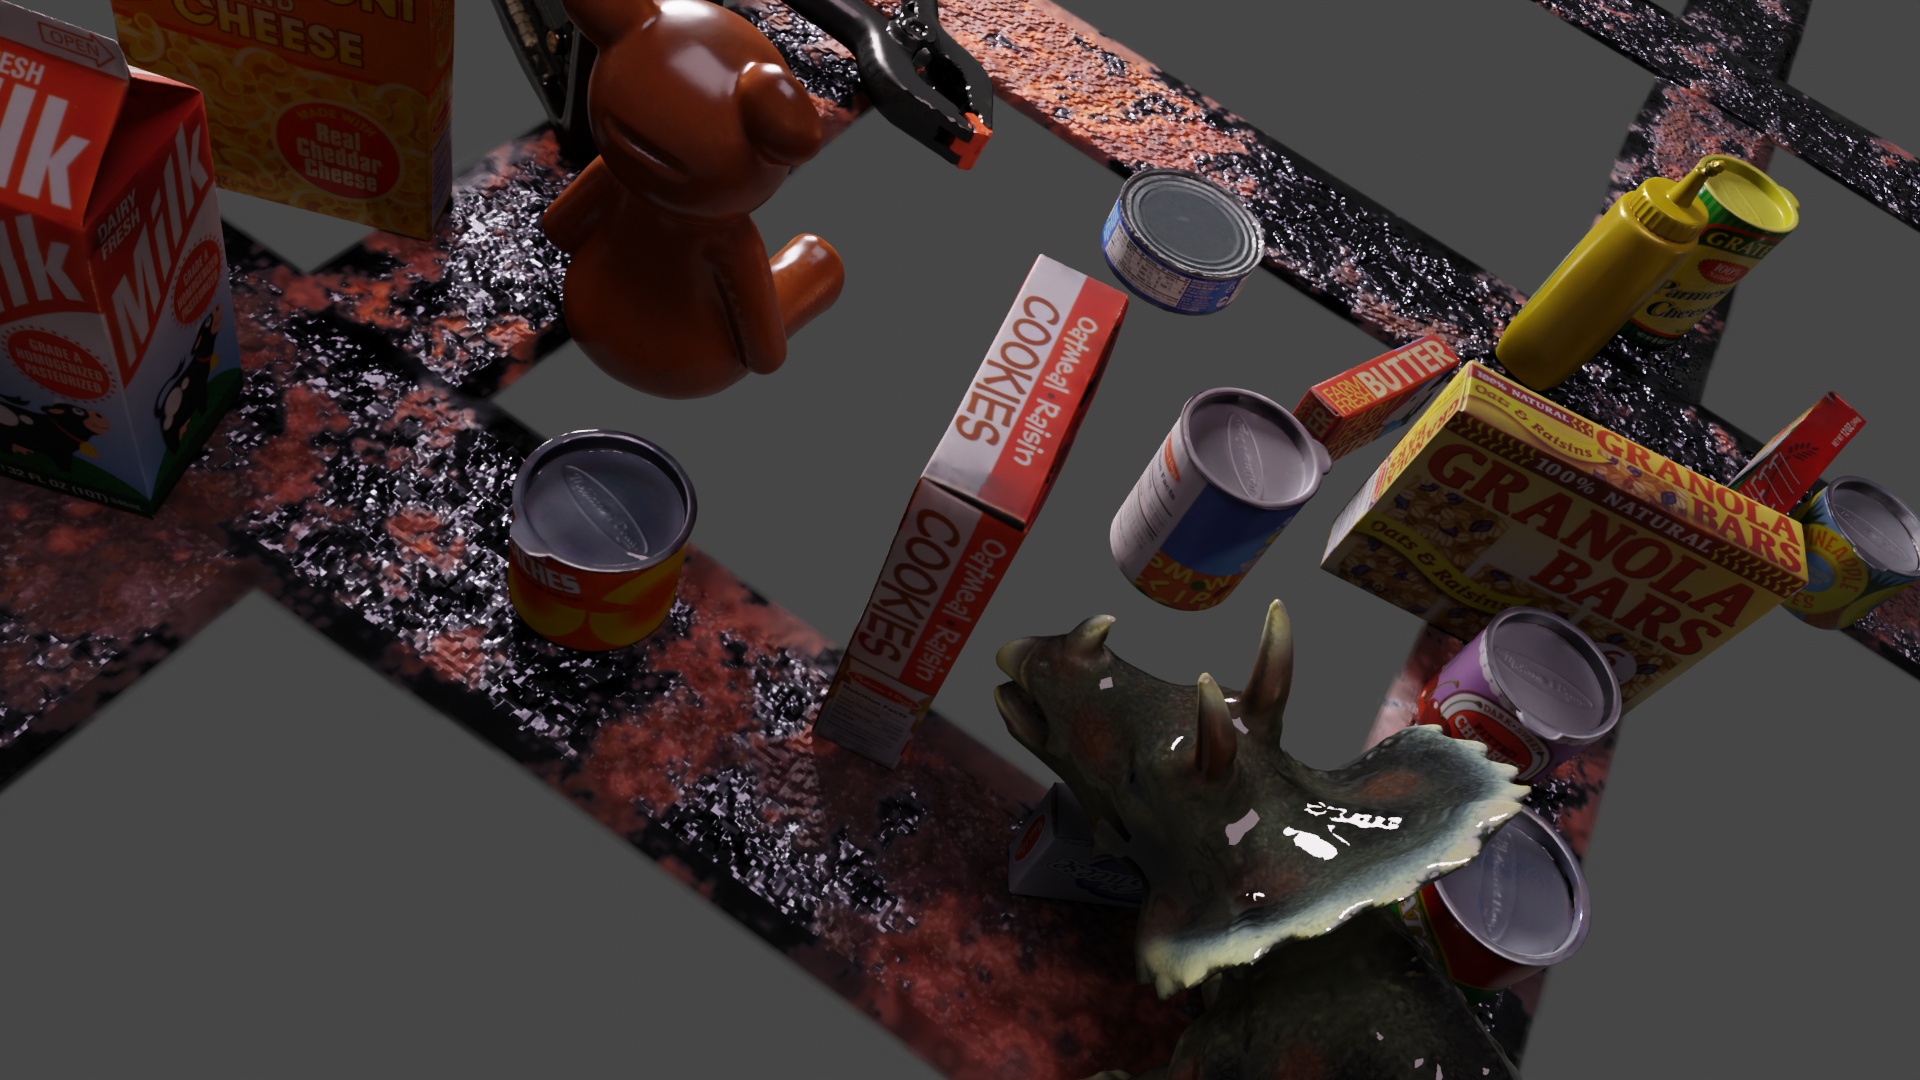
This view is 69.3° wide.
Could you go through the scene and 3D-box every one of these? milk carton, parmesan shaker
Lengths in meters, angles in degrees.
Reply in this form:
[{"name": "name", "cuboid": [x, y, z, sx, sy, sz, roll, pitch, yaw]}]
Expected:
[{"name": "milk carton", "cuboid": [-0.297, -0.098, 0.459, 0.072, 0.189, 0.074, 18, 51, -8]}, {"name": "parmesan shaker", "cuboid": [0.451, -0.176, 0.856, 0.071, 0.102, 0.071, 10, 52, -13]}]

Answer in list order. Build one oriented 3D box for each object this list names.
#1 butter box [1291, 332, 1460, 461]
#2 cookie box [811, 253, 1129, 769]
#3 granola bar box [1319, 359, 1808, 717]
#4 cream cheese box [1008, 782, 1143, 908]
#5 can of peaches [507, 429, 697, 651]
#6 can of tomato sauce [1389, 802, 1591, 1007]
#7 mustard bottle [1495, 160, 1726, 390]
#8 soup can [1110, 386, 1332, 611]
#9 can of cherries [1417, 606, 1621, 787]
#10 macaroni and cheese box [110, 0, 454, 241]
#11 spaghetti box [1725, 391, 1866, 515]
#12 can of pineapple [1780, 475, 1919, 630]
[{"name": "butter box", "cuboid": [0.208, -0.070, 0.718, 0.104, 0.052, 0.024, -24, 66, -33]}, {"name": "cookie box", "cuboid": [0.002, -0.007, 0.519, 0.040, 0.166, 0.123, 26, 50, -1]}, {"name": "granola bar box", "cuboid": [0.272, 0.003, 0.641, 0.165, 0.123, 0.039, 26, 50, 0]}, {"name": "cream cheese box", "cuboid": [0.074, 0.119, 0.526, 0.104, 0.053, 0.024, 10, 52, -14]}, {"name": "can of peaches", "cuboid": [-0.140, 0.002, 0.530, 0.071, 0.057, 0.071, 10, 52, -13]}, {"name": "can of tomato sauce", "cuboid": [0.184, 0.143, 0.530, 0.071, 0.082, 0.071, 10, 52, -13]}, {"name": "mustard bottle", "cuboid": [0.363, -0.151, 0.768, 0.065, 0.159, 0.049, -33, 71, -36]}, {"name": "soup can", "cuboid": [0.115, -0.016, 0.623, 0.071, 0.083, 0.072, 10, 52, -13]}, {"name": "can of cherries", "cuboid": [0.247, 0.074, 0.622, 0.071, 0.058, 0.072, 10, 52, -13]}, {"name": "macaroni and cheese box", "cuboid": [-0.274, -0.209, 0.567, 0.124, 0.165, 0.040, 13, 52, -12]}, {"name": "spaghetti box", "cuboid": [0.426, -0.014, 0.760, 0.251, 0.050, 0.029, -31, 70, -35]}, {"name": "can of pineapple", "cuboid": [0.481, 0.008, 0.759, 0.071, 0.057, 0.071, 10, 52, -13]}]
